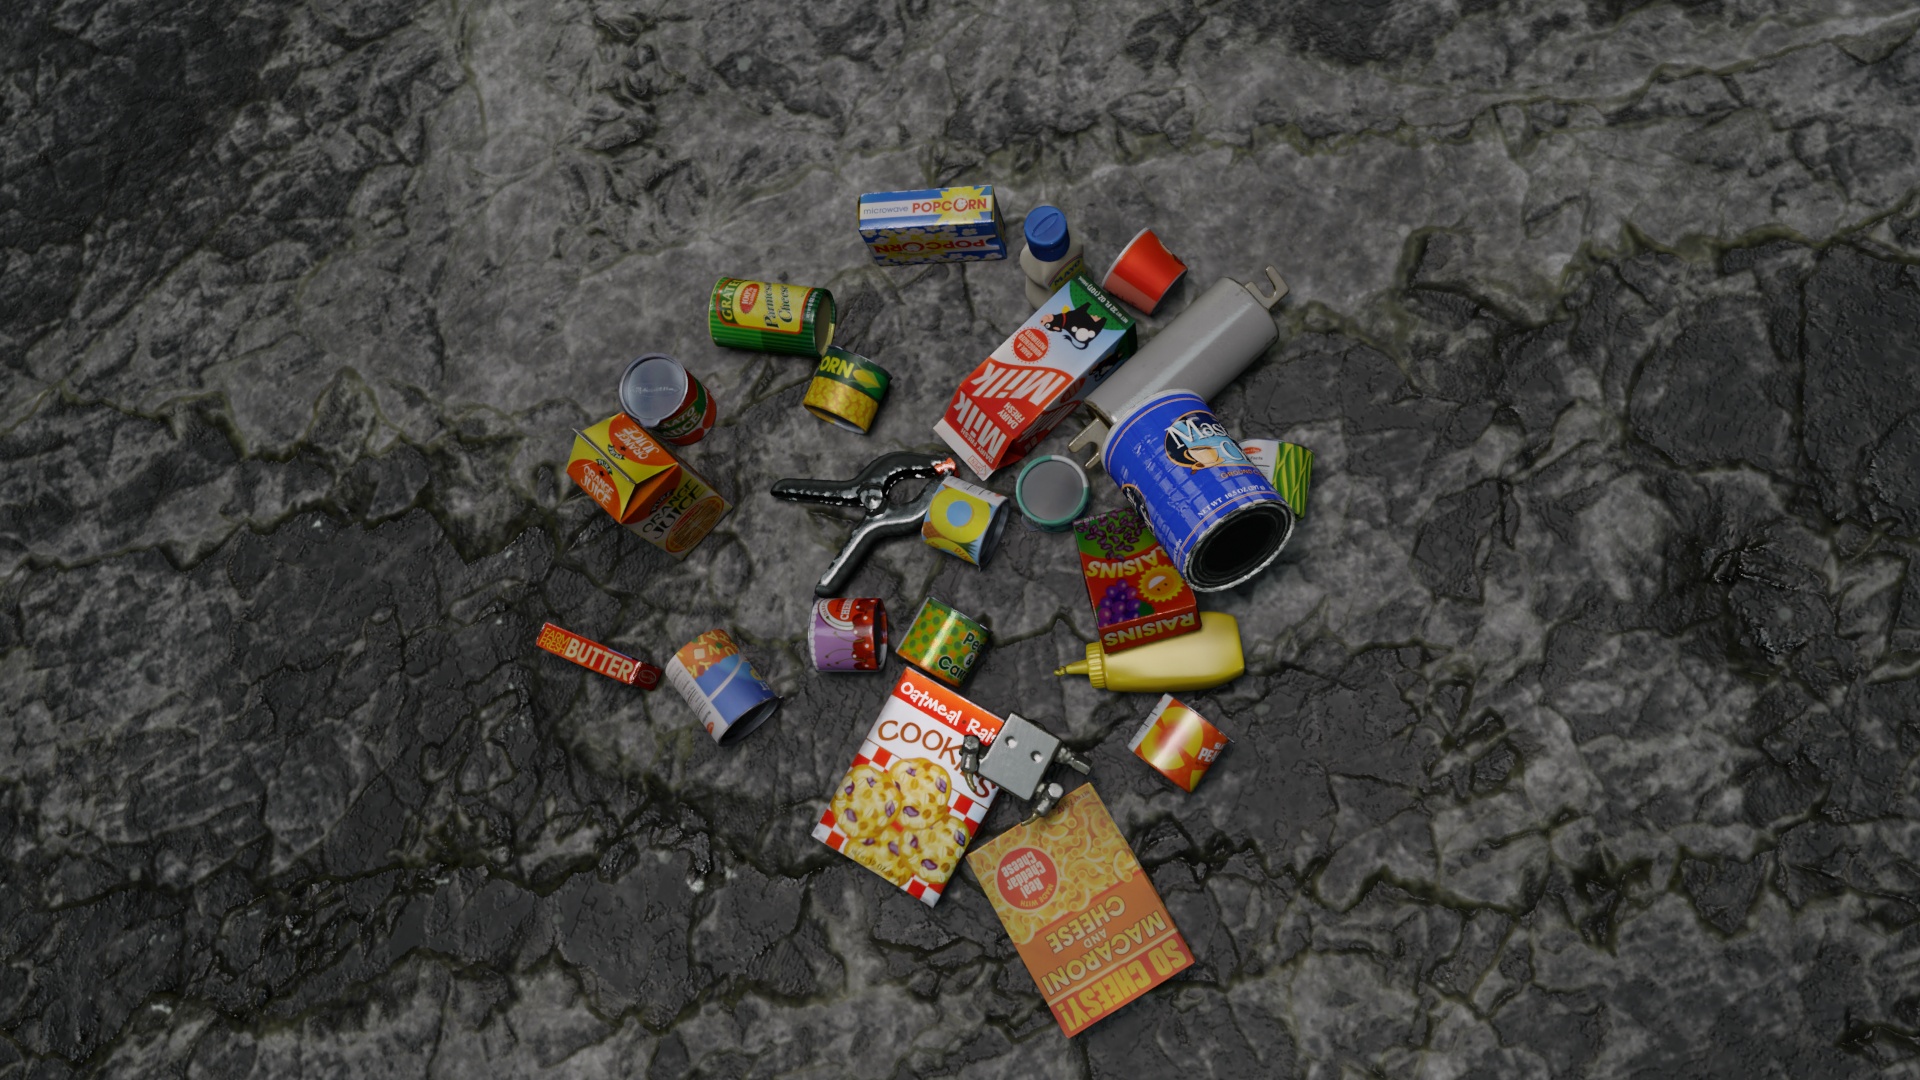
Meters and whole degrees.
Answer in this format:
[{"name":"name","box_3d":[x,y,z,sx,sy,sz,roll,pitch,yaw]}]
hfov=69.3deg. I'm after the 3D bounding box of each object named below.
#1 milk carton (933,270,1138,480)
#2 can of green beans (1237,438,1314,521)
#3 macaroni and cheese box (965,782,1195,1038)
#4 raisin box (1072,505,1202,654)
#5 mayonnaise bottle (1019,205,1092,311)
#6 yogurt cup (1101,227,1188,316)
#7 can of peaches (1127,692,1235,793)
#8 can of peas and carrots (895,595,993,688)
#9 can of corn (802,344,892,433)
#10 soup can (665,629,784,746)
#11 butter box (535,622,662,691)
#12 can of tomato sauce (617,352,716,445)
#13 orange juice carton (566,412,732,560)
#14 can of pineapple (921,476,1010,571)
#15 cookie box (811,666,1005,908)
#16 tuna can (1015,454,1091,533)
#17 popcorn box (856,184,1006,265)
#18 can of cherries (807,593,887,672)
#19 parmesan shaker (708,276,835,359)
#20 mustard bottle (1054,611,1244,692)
[{"name":"milk carton","box_3d":[0.067,-0.142,1.246,0.190,0.073,0.072,-43,75,-1]},{"name":"can of green beans","box_3d":[0.267,-0.051,1.196,0.071,0.071,0.058,10,80,11]},{"name":"macaroni and cheese box","box_3d":[0.100,0.306,1.157,0.124,0.040,0.167,-31,74,1]},{"name":"raisin box","box_3d":[0.149,0.029,1.186,0.086,0.040,0.124,-14,48,5]},{"name":"mayonnaise bottle","box_3d":[0.082,-0.248,1.228,0.065,0.148,0.041,-42,75,-1]},{"name":"yogurt cup","box_3d":[0.169,-0.240,1.257,0.054,0.072,0.072,40,87,7]},{"name":"can of peaches","box_3d":[0.184,0.171,1.160,0.071,0.071,0.058,36,86,15]},{"name":"can of peas and carrots","box_3d":[-0.013,0.090,1.210,0.071,0.071,0.059,29,85,14]},{"name":"can of corn","box_3d":[-0.106,-0.138,1.275,0.071,0.071,0.058,22,83,13]},{"name":"soup can","box_3d":[-0.210,0.129,1.236,0.071,0.071,0.084,-40,74,-1]},{"name":"butter box","box_3d":[-0.329,0.107,1.265,0.103,0.053,0.024,20,80,13]},{"name":"can of tomato sauce","box_3d":[-0.271,-0.128,1.293,0.071,0.083,0.071,-2,78,9]},{"name":"orange juice carton","box_3d":[-0.277,-0.049,1.219,0.072,0.192,0.073,42,87,16]},{"name":"can of pineapple","box_3d":[0.004,-0.015,1.232,0.058,0.071,0.071,22,82,14]},{"name":"cookie box","box_3d":[-0.032,0.211,1.200,0.123,0.040,0.167,28,84,12]},{"name":"tuna can","box_3d":[0.081,-0.040,1.241,0.071,0.032,0.071,-2,77,9]},{"name":"popcorn box","box_3d":[-0.025,-0.291,1.288,0.127,0.085,0.038,-1,77,9]},{"name":"can of cherries","box_3d":[-0.099,0.081,1.225,0.058,0.071,0.071,-1,78,9]},{"name":"parmesan shaker","box_3d":[-0.175,-0.212,1.306,0.103,0.071,0.071,8,79,11]},{"name":"mustard bottle","box_3d":[0.159,0.100,1.189,0.160,0.048,0.065,-8,72,8]}]
